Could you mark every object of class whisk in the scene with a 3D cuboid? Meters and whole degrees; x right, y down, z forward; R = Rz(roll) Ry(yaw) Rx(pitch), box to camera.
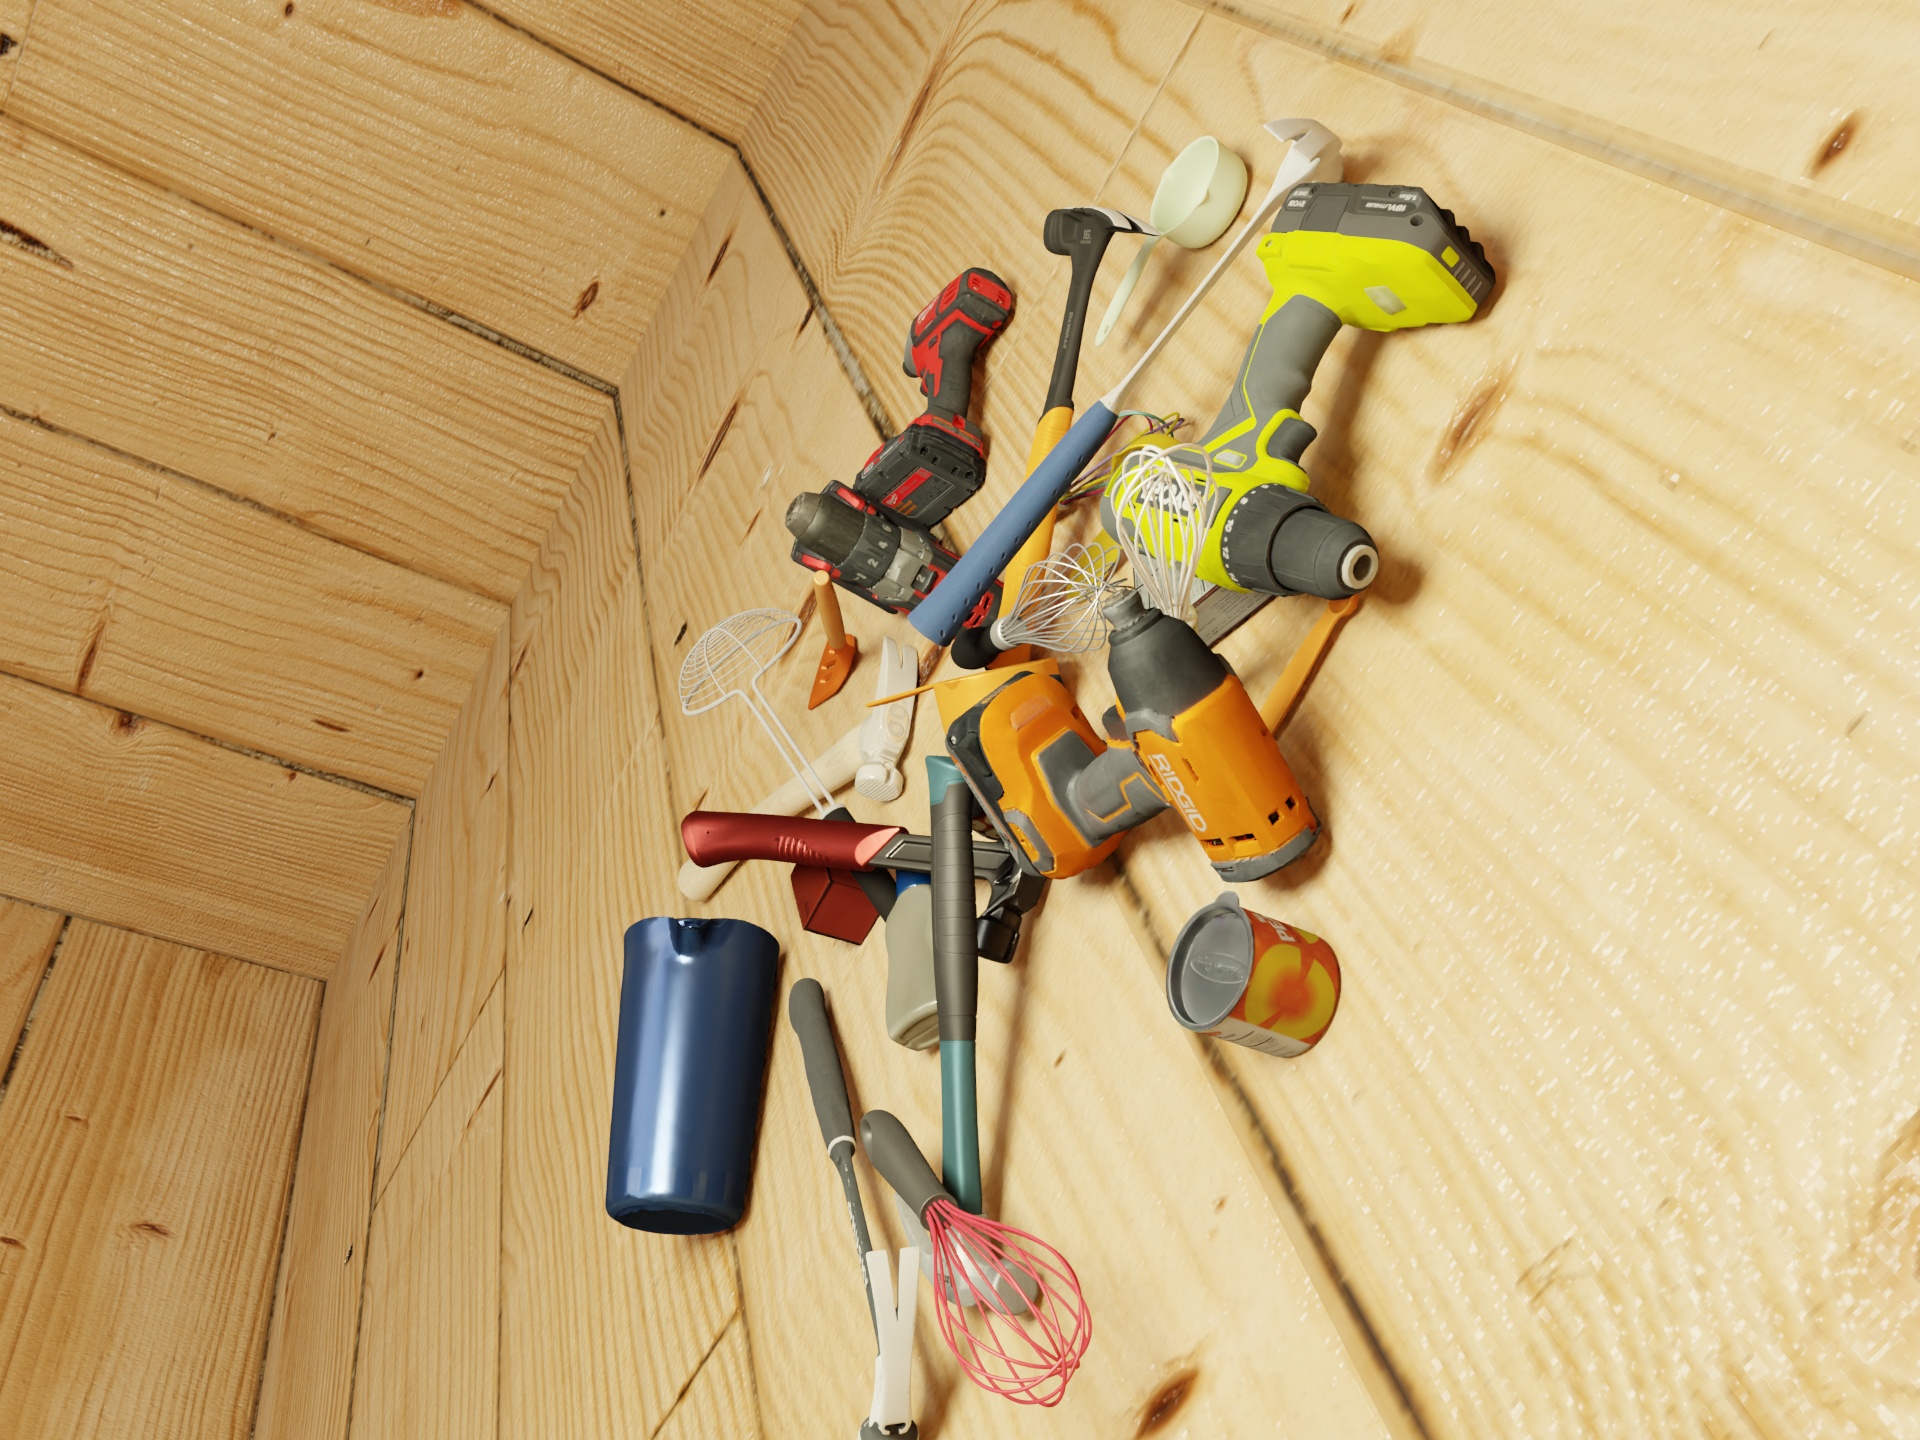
[{"bbox_3d":[0.116,-0.062,0.864,0.059,0.246,0.058,-34,58,-11],"label":"whisk"},{"bbox_3d":[0.083,-0.170,1.168,0.245,0.051,0.047,-27,53,58],"label":"whisk"},{"bbox_3d":[-0.005,0.281,0.875,0.073,0.073,0.296,-67,23,1],"label":"whisk"},{"bbox_3d":[0.043,-0.062,1.039,0.284,0.070,0.070,160,128,-72],"label":"whisk"}]

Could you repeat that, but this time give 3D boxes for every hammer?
[{"bbox_3d":[-0.078,0.082,1.157,0.359,0.036,0.149,2,67,43],"label":"hammer"},{"bbox_3d":[0.100,-0.210,1.021,0.405,0.035,0.144,-50,-8,15],"label":"hammer"},{"bbox_3d":[-0.001,0.182,0.974,0.128,0.033,0.331,-22,67,60],"label":"hammer"},{"bbox_3d":[-0.080,0.299,1.084,0.409,0.036,0.149,-118,29,-63],"label":"hammer"},{"bbox_3d":[-0.160,0.069,1.456,0.410,0.038,0.146,-36,39,48],"label":"hammer"},{"bbox_3d":[0.066,-0.189,1.123,0.127,0.034,0.336,-139,58,-64],"label":"hammer"}]

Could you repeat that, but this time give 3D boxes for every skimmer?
[{"bbox_3d":[-0.121,0.041,1.289,0.127,0.090,0.364,-37,59,1],"label":"skimmer"}]

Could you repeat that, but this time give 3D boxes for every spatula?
[{"bbox_3d":[-0.118,-0.077,1.385,0.322,0.041,0.081,93,-167,-77],"label":"spatula"}]

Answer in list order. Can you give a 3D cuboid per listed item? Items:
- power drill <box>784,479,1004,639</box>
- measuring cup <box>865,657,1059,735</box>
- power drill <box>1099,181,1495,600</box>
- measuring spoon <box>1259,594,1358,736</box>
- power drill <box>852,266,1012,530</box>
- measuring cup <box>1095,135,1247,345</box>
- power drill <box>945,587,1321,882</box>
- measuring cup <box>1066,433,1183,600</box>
[{"bbox_3d":[-0.072,-0.136,1.279,0.080,0.187,0.227,-61,22,4],"label":"power drill"},{"bbox_3d":[-0.002,-0.004,1.123,0.173,0.095,0.052,-12,92,43],"label":"measuring cup"},{"bbox_3d":[0.193,-0.174,0.876,0.191,0.080,0.228,29,90,54],"label":"power drill"},{"bbox_3d":[0.190,-0.024,0.887,0.117,0.011,0.021,-63,26,19],"label":"measuring spoon"},{"bbox_3d":[-0.024,-0.290,1.432,0.143,0.078,0.220,-30,42,52],"label":"power drill"},{"bbox_3d":[0.154,-0.344,1.172,0.167,0.038,0.083,-60,27,21],"label":"measuring cup"},{"bbox_3d":[0.084,0.012,0.892,0.084,0.164,0.226,-37,12,-27],"label":"power drill"},{"bbox_3d":[0.113,-0.135,1.090,0.029,0.062,0.156,-49,-5,-41],"label":"measuring cup"}]
